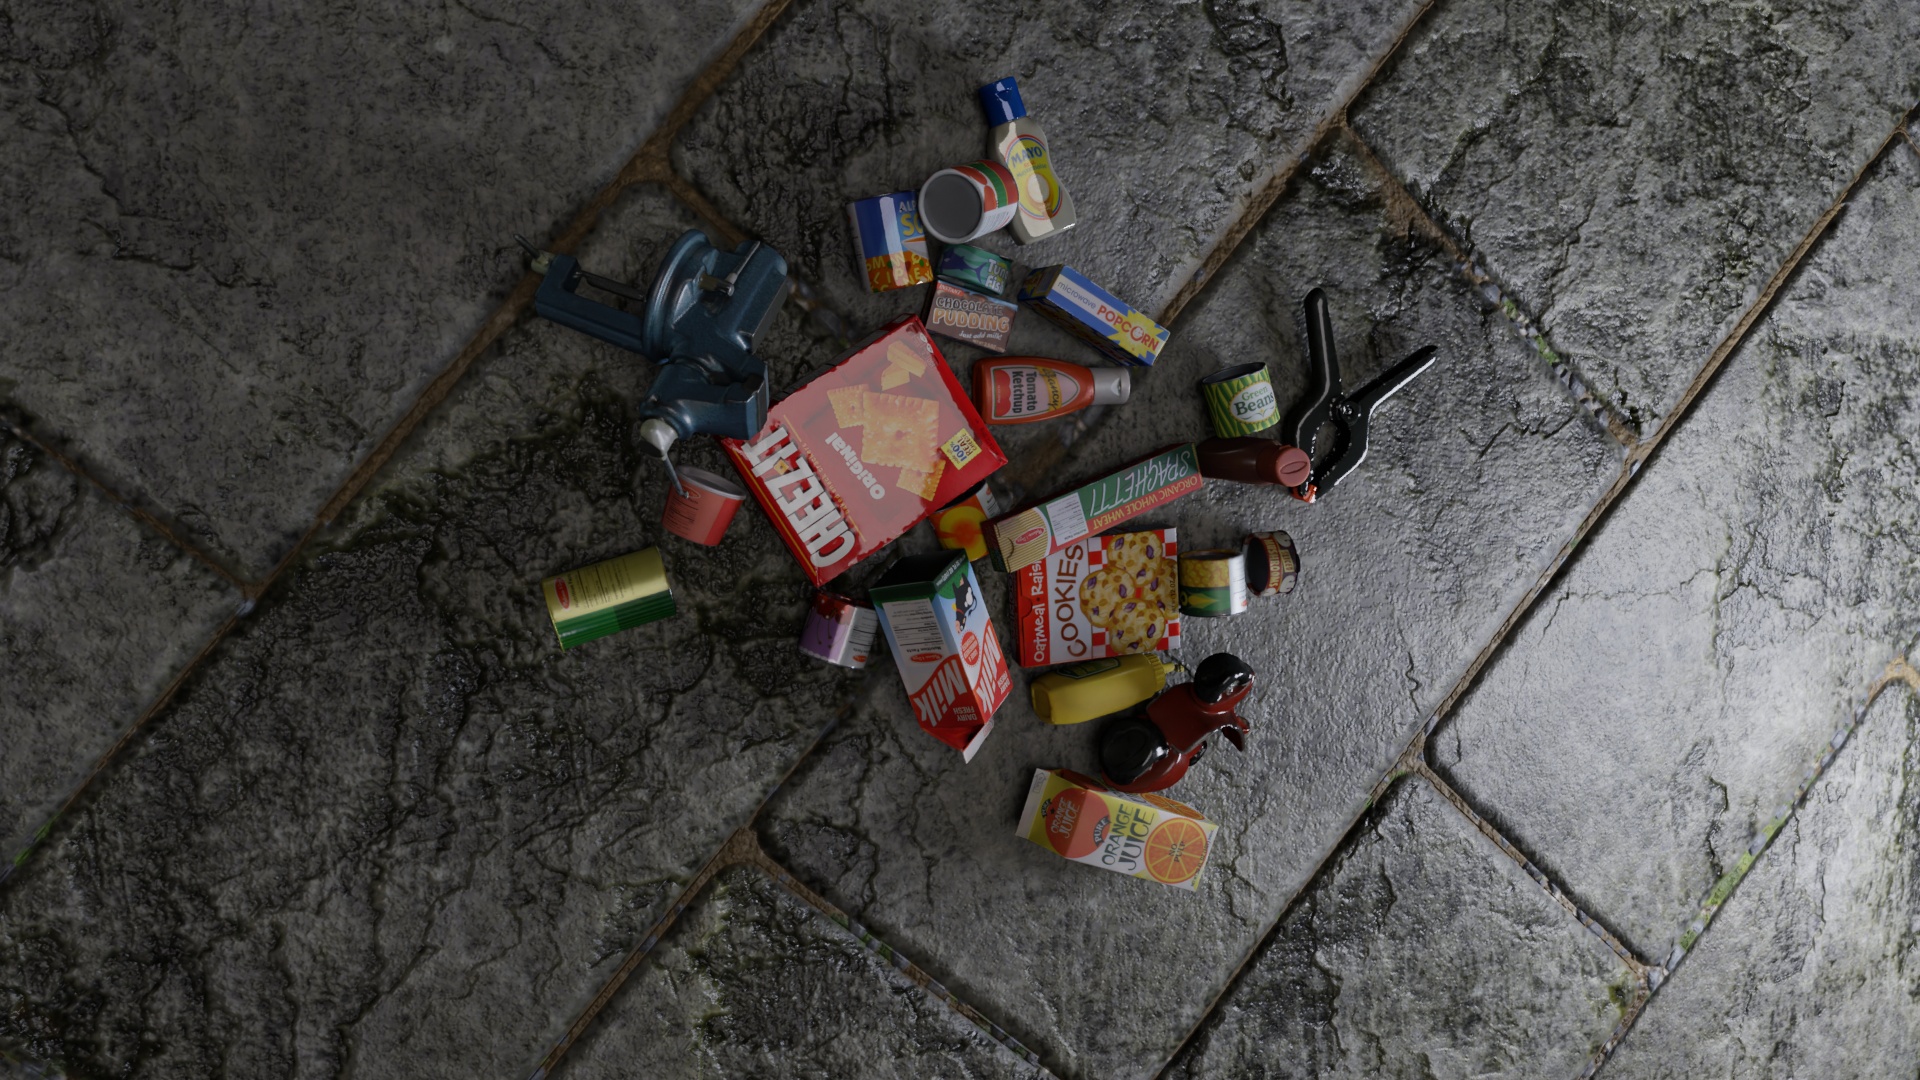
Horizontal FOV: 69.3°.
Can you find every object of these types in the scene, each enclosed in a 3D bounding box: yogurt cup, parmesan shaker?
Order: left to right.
[{"bbox_3d":[-0.308,0.052,1.223,0.103,0.071,0.071,-17,102,-14],"label":"parmesan shaker"},{"bbox_3d":[-0.232,-0.030,1.239,0.072,0.072,0.054,21,99,-18],"label":"yogurt cup"}]

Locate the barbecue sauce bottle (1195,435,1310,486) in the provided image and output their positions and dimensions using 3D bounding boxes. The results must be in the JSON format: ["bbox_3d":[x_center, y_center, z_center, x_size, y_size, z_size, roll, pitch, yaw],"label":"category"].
[{"bbox_3d":[0.283,-0.077,1.337,0.065,0.148,0.043,-15,101,-14],"label":"barbecue sauce bottle"}]

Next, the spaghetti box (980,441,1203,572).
[{"bbox_3d":[0.130,-0.034,1.326,0.251,0.028,0.050,-23,104,-29],"label":"spaghetti box"}]

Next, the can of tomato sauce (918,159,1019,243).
[{"bbox_3d":[0.006,-0.307,1.250,0.071,0.083,0.071,8,112,21],"label":"can of tomato sauce"}]

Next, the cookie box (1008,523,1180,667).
[{"bbox_3d":[0.131,0.053,1.366,0.168,0.040,0.122,-6,99,-15],"label":"cookie box"}]

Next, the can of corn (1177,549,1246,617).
[{"bbox_3d":[0.249,0.042,1.387,0.071,0.071,0.058,-6,99,-15],"label":"can of corn"}]

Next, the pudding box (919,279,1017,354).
[{"bbox_3d":[0.007,-0.209,1.302,0.084,0.030,0.049,16,92,-18],"label":"pudding box"}]

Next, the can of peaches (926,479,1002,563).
[{"bbox_3d":[0.005,-0.016,1.308,0.071,0.071,0.058,-30,105,-10],"label":"can of peaches"}]

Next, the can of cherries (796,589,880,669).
[{"bbox_3d":[-0.114,0.081,1.286,0.071,0.071,0.058,16,92,-18],"label":"can of cherries"}]

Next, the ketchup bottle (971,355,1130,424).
[{"bbox_3d":[0.087,-0.146,1.327,0.149,0.043,0.064,-5,102,-16],"label":"ketchup bottle"}]

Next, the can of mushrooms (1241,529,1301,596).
[{"bbox_3d":[0.312,0.023,1.400,0.033,0.071,0.071,-4,98,-14],"label":"can of mushrooms"}]

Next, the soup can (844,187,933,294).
[{"bbox_3d":[-0.061,-0.270,1.254,0.071,0.071,0.083,-14,102,-14],"label":"soup can"}]

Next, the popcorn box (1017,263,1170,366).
[{"bbox_3d":[0.124,-0.211,1.307,0.126,0.085,0.038,30,88,-17],"label":"popcorn box"}]

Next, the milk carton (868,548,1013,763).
[{"bbox_3d":[-0.010,0.110,1.297,0.073,0.073,0.190,-9,110,30],"label":"milk carton"}]

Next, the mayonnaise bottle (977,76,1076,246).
[{"bbox_3d":[0.057,-0.353,1.292,0.065,0.041,0.147,-23,103,-11],"label":"mayonnaise bottle"}]

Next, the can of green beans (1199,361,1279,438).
[{"bbox_3d":[0.276,-0.138,1.371,0.071,0.071,0.057,-21,103,-13],"label":"can of green beans"}]

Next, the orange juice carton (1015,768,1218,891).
[{"bbox_3d":[0.151,0.284,1.385,0.193,0.073,0.071,18,92,-17],"label":"orange juice carton"}]

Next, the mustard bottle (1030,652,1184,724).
[{"bbox_3d":[0.150,0.141,1.374,0.161,0.065,0.048,-13,102,-22],"label":"mustard bottle"}]

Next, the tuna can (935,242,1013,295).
[{"bbox_3d":[0.014,-0.250,1.278,0.071,0.071,0.033,15,95,-18],"label":"tuna can"}]
